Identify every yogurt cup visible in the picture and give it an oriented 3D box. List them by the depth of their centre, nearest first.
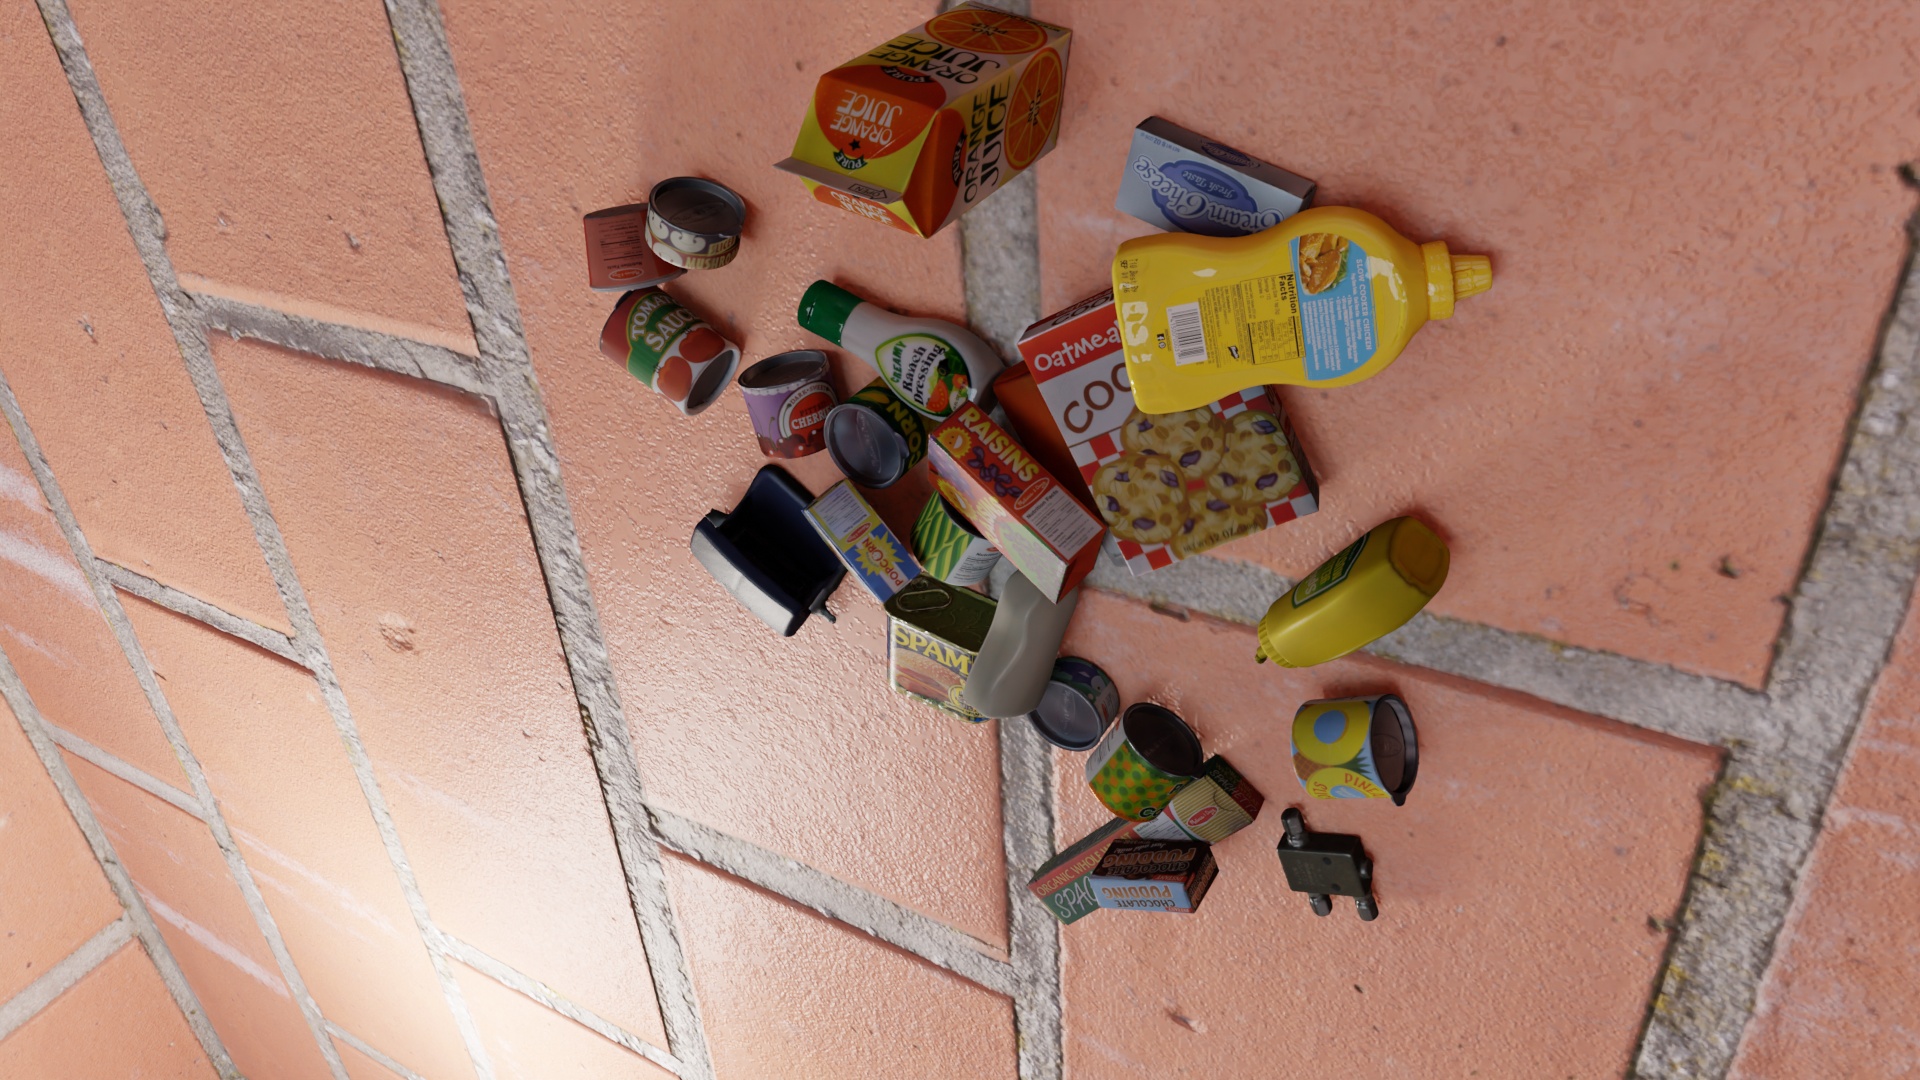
[{"bbox_3d":[-0.242,-0.215,1.014,0.072,0.073,0.053,6,116,33],"label":"yogurt cup"}]

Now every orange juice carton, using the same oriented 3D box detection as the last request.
[{"bbox_3d":[-0.017,-0.224,0.749,0.072,0.194,0.072,24,132,20],"label":"orange juice carton"}]

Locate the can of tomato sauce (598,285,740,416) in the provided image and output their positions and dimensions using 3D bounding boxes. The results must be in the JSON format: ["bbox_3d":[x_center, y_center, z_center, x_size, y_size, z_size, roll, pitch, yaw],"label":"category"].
[{"bbox_3d":[-0.217,-0.144,1.043,0.083,0.071,0.070,37,135,8],"label":"can of tomato sauce"}]

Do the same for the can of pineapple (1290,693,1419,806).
[{"bbox_3d":[0.254,0.135,0.896,0.057,0.071,0.071,-12,113,42],"label":"can of pineapple"}]

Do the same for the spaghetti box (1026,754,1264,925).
[{"bbox_3d":[0.137,0.238,1.084,0.050,0.029,0.248,45,136,1],"label":"spaghetti box"}]

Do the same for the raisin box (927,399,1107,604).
[{"bbox_3d":[0.033,-0.023,0.897,0.123,0.040,0.086,44,166,13],"label":"raisin box"}]

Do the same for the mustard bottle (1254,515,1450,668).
[{"bbox_3d":[0.228,0.043,0.855,0.049,0.066,0.159,42,140,-3],"label":"mustard bottle"}]

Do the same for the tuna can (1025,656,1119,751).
[{"bbox_3d":[0.081,0.121,1.039,0.071,0.033,0.070,19,130,25],"label":"tuna can"}]

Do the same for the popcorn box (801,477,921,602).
[{"bbox_3d":[-0.074,-0.001,1.014,0.085,0.038,0.126,52,174,-6],"label":"popcorn box"}]

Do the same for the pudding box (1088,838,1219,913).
[{"bbox_3d":[0.143,0.249,1.030,0.083,0.050,0.030,-7,115,39],"label":"pudding box"}]

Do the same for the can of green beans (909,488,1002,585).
[{"bbox_3d":[0.004,-0.010,0.977,0.071,0.071,0.057,40,136,6],"label":"can of green beans"}]

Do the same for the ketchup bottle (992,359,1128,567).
[{"bbox_3d":[0.082,-0.053,0.906,0.064,0.044,0.148,-19,108,38],"label":"ketchup bottle"}]

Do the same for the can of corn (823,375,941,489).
[{"bbox_3d":[-0.050,-0.078,0.974,0.071,0.058,0.070,19,130,25],"label":"can of corn"}]

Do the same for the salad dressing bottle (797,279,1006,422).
[{"bbox_3d":[-0.042,-0.130,0.940,0.148,0.044,0.064,29,120,16],"label":"salad dressing bottle"}]

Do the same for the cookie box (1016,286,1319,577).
[{"bbox_3d":[0.126,-0.075,0.836,0.122,0.040,0.167,-22,107,23],"label":"cookie box"}]

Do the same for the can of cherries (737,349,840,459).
[{"bbox_3d":[-0.120,-0.098,1.003,0.071,0.072,0.058,6,124,33],"label":"can of cherries"}]

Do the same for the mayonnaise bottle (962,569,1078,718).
[{"bbox_3d":[0.050,0.053,0.977,0.041,0.065,0.147,35,116,37],"label":"mayonnaise bottle"}]

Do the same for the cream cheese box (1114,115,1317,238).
[{"bbox_3d":[0.141,-0.192,0.777,0.104,0.024,0.053,28,134,17],"label":"cream cheese box"}]

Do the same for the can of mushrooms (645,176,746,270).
[{"bbox_3d":[-0.183,-0.219,0.964,0.071,0.071,0.033,34,135,12],"label":"can of mushrooms"}]

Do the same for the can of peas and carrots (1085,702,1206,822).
[{"bbox_3d":[0.133,0.161,0.998,0.071,0.071,0.058,38,125,8],"label":"can of peas and carrots"}]
